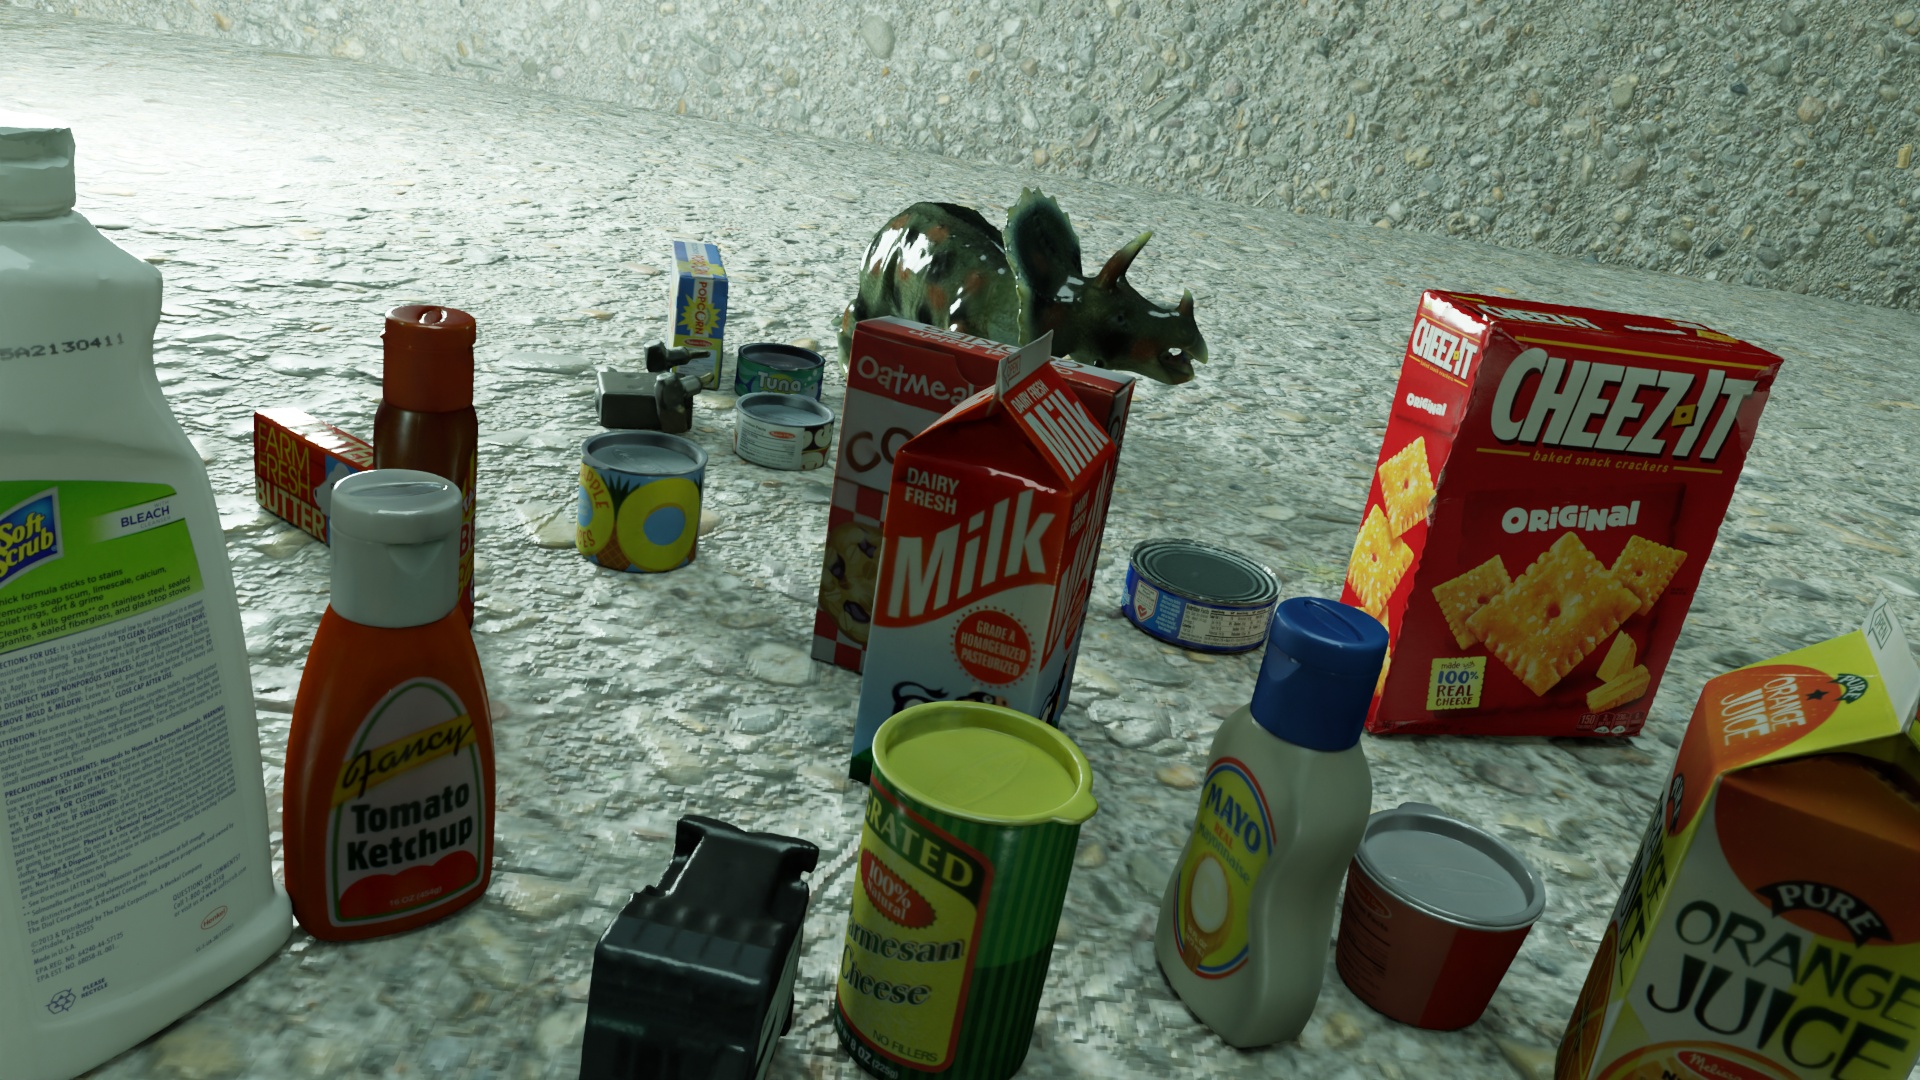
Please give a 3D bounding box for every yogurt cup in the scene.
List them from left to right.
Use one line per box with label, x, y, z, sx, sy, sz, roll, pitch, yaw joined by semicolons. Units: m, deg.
yogurt cup;0.169;0.138;0.503;0.072;0.053;0.073;9;22;-3

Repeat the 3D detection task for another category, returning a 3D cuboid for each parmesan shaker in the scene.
parmesan shaker;0.001;0.112;0.430;0.071;0.102;0.071;9;22;-3

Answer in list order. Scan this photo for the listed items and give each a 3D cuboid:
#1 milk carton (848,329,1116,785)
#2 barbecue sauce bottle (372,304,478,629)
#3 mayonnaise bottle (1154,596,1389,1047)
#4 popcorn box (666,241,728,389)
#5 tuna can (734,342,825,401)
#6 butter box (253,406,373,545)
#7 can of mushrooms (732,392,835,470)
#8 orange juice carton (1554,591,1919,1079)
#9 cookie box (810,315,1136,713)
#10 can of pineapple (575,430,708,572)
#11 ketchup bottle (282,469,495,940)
milk carton;0.011;0.012;0.563;0.073;0.189;0.072;16;22;14
barbecue sauce bottle;-0.235;-0.027;0.611;0.044;0.148;0.065;4;22;-14
mayonnaise bottle;0.105;0.092;0.463;0.041;0.147;0.065;-1;24;-25
popcorn box;-0.205;-0.177;1.075;0.038;0.085;0.127;4;23;-15
tuna can;-0.136;-0.124;1.045;0.071;0.032;0.071;9;22;-3
butter box;-0.321;-0.029;0.705;0.103;0.053;0.024;23;25;30
can of mushrooms;-0.117;-0.074;0.929;0.071;0.033;0.071;9;22;-3
orange juice carton;0.240;0.112;0.410;0.073;0.191;0.072;18;23;21
cookie box;0.002;-0.008;0.639;0.123;0.166;0.040;16;22;16
can of pineapple;-0.173;-0.021;0.744;0.071;0.057;0.071;9;22;-3
ketchup bottle;-0.179;0.052;0.439;0.065;0.148;0.043;-9;28;-39
